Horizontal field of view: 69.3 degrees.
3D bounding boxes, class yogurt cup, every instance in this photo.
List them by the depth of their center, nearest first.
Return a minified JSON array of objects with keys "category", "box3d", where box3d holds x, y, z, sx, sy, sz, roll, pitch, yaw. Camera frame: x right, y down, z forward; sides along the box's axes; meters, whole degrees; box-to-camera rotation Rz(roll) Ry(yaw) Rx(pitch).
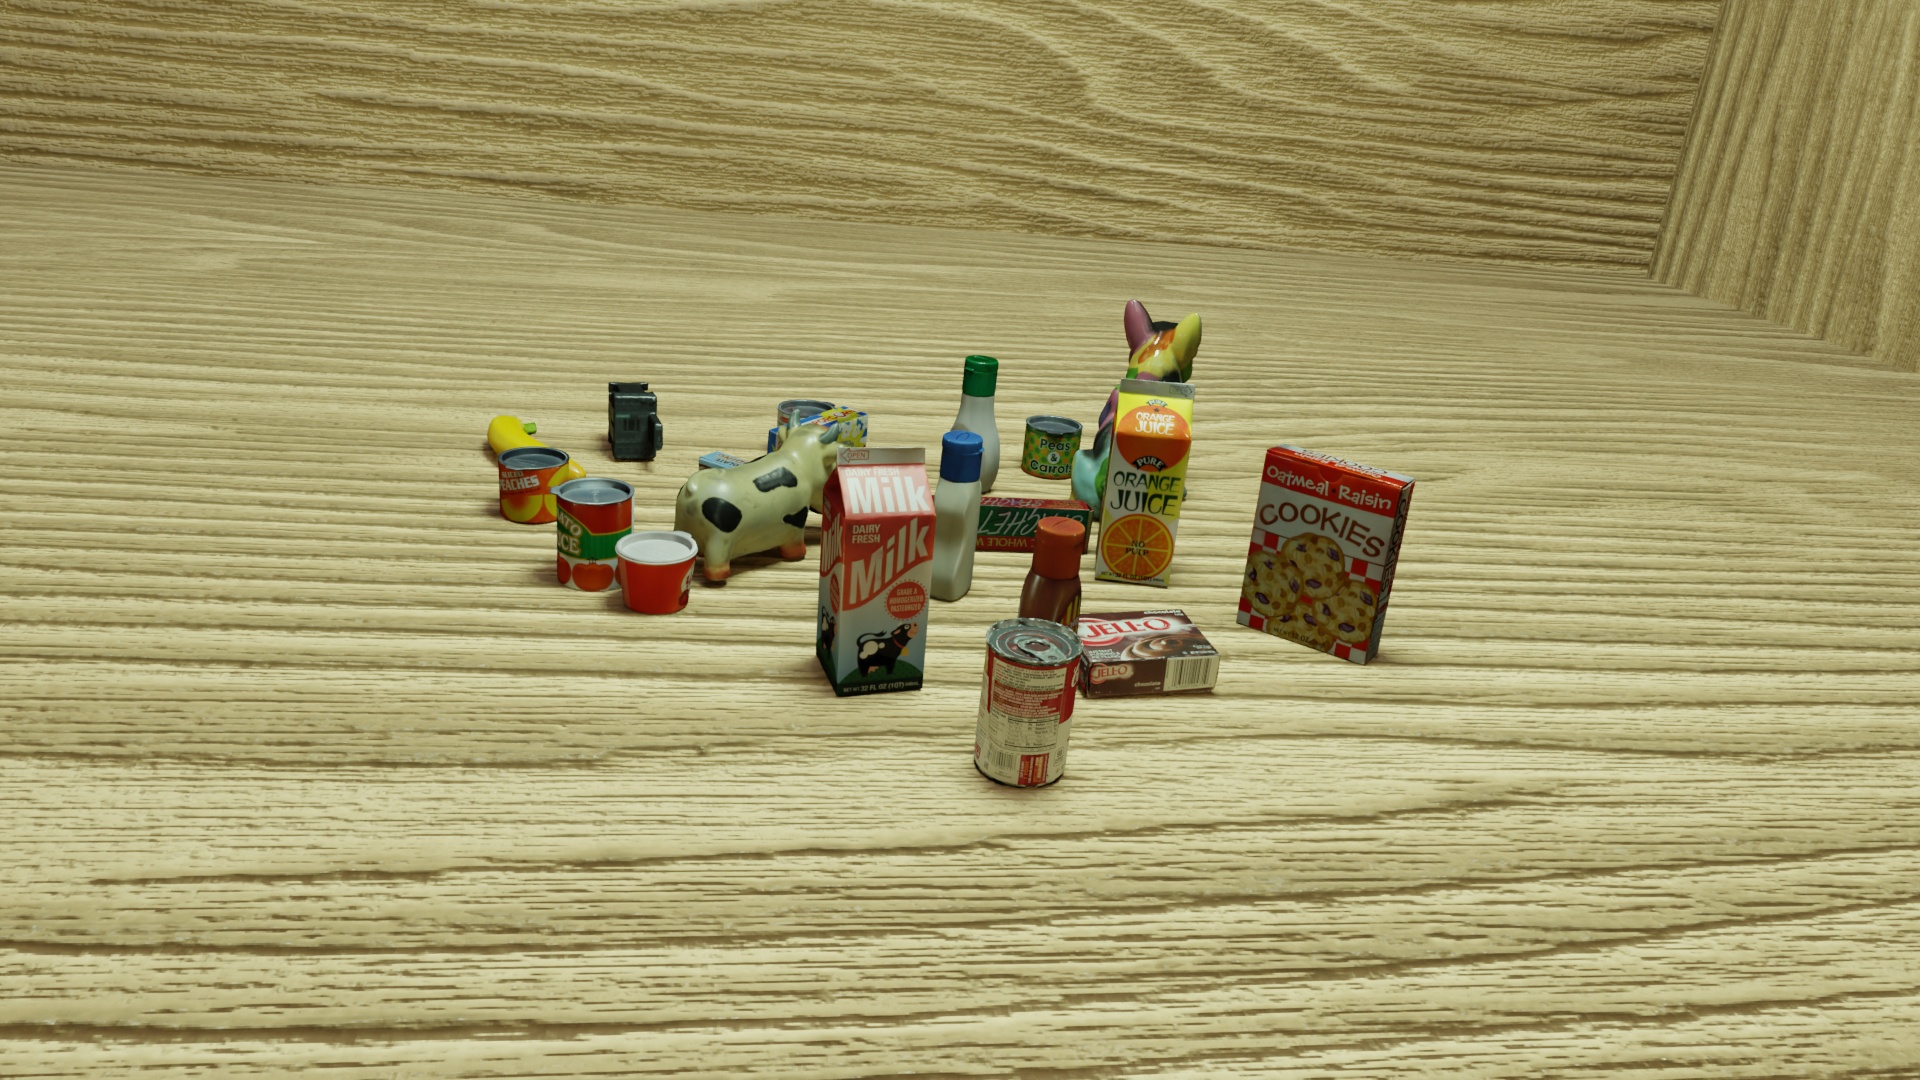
[{"category":"yogurt cup","box3d":[-0.259,0.028,1.182,0.072,0.053,0.073,5,22,-2]}]

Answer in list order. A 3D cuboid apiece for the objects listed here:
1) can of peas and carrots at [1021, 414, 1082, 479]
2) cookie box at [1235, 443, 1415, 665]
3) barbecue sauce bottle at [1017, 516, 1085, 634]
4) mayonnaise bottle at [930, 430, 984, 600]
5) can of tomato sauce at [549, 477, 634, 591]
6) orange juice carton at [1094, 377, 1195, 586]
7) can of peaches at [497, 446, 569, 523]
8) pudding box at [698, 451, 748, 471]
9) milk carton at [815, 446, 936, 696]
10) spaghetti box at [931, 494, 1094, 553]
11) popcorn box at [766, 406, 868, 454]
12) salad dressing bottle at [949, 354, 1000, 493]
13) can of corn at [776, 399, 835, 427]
[{"category":"can of peas and carrots","box3d":[0.105,-0.107,1.601,0.071,0.058,0.071,5,22,-2]},{"category":"cookie box","box3d":[0.317,0.011,1.216,0.123,0.166,0.040,19,25,30]},{"category":"barbecue sauce bottle","box3d":[0.068,0.056,1.067,0.044,0.148,0.065,17,24,26]},{"category":"mayonnaise bottle","box3d":[-0.005,-0.024,1.248,0.041,0.147,0.065,11,22,13]},{"category":"can of tomato sauce","box3d":[-0.320,-0.006,1.212,0.071,0.082,0.071,5,22,-2]},{"category":"orange juice carton","box3d":[0.175,-0.059,1.320,0.072,0.191,0.073,7,21,3]},{"category":"can of peaches","box3d":[-0.413,-0.053,1.340,0.071,0.057,0.071,5,22,-2]},{"category":"pudding box","box3d":[-0.226,-0.055,1.403,0.084,0.049,0.030,18,25,28]},{"category":"milk carton","box3d":[-0.066,0.018,1.073,0.072,0.189,0.073,-2,23,-20]},{"category":"spaghetti box","box3d":[0.005,-0.017,1.365,0.250,0.050,0.029,2,22,-9]},{"category":"popcorn box","box3d":[-0.149,-0.085,1.447,0.038,0.085,0.127,18,25,28]},{"category":"salad dressing bottle","box3d":[0.017,-0.126,1.507,0.064,0.147,0.044,24,28,39]},{"category":"can of corn","box3d":[-0.174,-0.123,1.573,0.071,0.058,0.071,5,22,-2]}]
